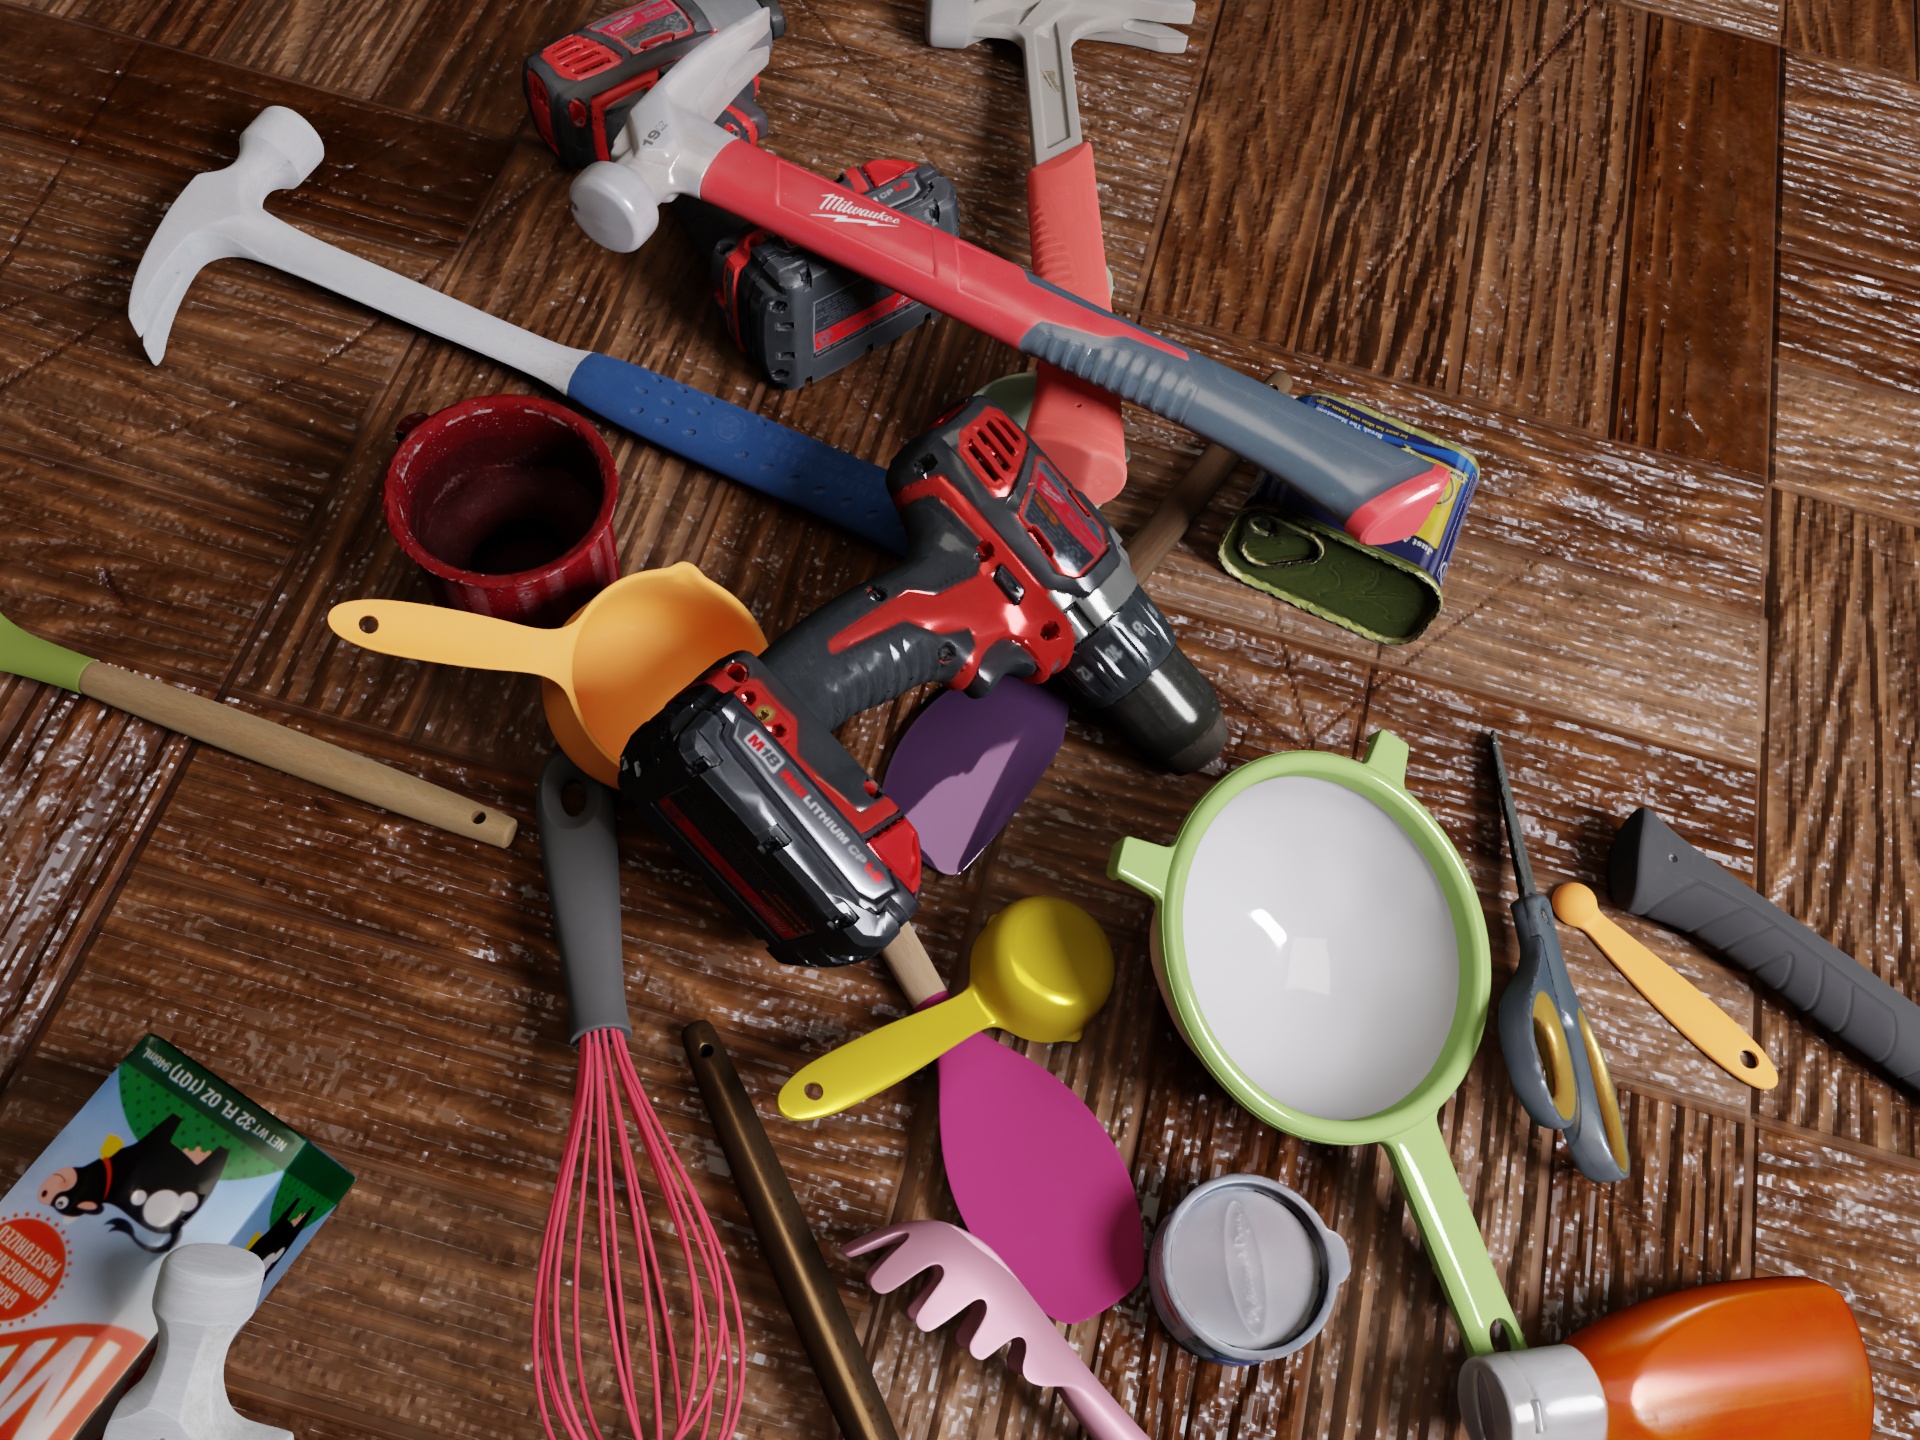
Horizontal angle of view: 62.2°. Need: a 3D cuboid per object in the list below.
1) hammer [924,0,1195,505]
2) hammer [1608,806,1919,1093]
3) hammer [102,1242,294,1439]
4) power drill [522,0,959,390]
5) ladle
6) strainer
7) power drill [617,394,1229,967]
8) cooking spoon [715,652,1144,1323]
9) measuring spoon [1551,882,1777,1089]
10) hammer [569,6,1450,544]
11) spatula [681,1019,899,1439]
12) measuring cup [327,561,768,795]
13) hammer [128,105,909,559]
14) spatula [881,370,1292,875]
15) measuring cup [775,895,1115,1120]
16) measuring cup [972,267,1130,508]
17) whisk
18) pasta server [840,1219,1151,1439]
[{"bbox_3d":[0.061,-0.251,0.790,0.149,0.036,0.359,1,56,-6],"label":"hammer"},{"bbox_3d":[0.420,0.147,0.662,0.335,0.035,0.146,37,67,12],"label":"hammer"},{"bbox_3d":[-0.099,0.265,0.491,0.331,0.033,0.128,15,88,-3],"label":"hammer"},{"bbox_3d":[-0.103,-0.280,0.791,0.143,0.078,0.220,-33,69,-20],"label":"power drill"},{"bbox_3d":[-0.333,-0.013,0.645,0.320,0.062,0.078,20,66,1],"label":"ladle"},{"bbox_3d":[0.150,0.140,0.628,0.151,0.069,0.256,-20,85,-28],"label":"strainer"},{"bbox_3d":[-0.001,-0.002,0.638,0.188,0.080,0.227,49,60,-10],"label":"power drill"},{"bbox_3d":[-0.025,0.092,0.647,0.069,0.017,0.319,-23,69,-25],"label":"cooking spoon"},{"bbox_3d":[0.301,0.112,0.678,0.021,0.011,0.117,-39,74,-21],"label":"measuring spoon"},{"bbox_3d":[0.033,-0.188,0.688,0.386,0.038,0.143,27,62,8],"label":"hammer"},{"bbox_3d":[-0.037,0.251,0.568,0.082,0.044,0.318,-22,64,-15],"label":"spatula"},{"bbox_3d":[-0.162,-0.020,0.629,0.173,0.052,0.095,10,76,-28],"label":"measuring cup"},{"bbox_3d":[-0.190,-0.161,0.743,0.405,0.035,0.144,24,64,5],"label":"hammer"},{"bbox_3d":[0.068,-0.059,0.732,0.060,0.018,0.316,36,66,10],"label":"spatula"},{"bbox_3d":[-0.002,0.111,0.608,0.156,0.029,0.062,-21,67,-37],"label":"measuring cup"},{"bbox_3d":[0.048,-0.158,0.771,0.083,0.038,0.168,16,55,3],"label":"measuring cup"},{"bbox_3d":[-0.132,0.137,0.595,0.073,0.073,0.296,-9,59,-11],"label":"whisk"},{"bbox_3d":[0.081,0.288,0.550,0.040,0.060,0.316,-42,81,-16],"label":"pasta server"}]
